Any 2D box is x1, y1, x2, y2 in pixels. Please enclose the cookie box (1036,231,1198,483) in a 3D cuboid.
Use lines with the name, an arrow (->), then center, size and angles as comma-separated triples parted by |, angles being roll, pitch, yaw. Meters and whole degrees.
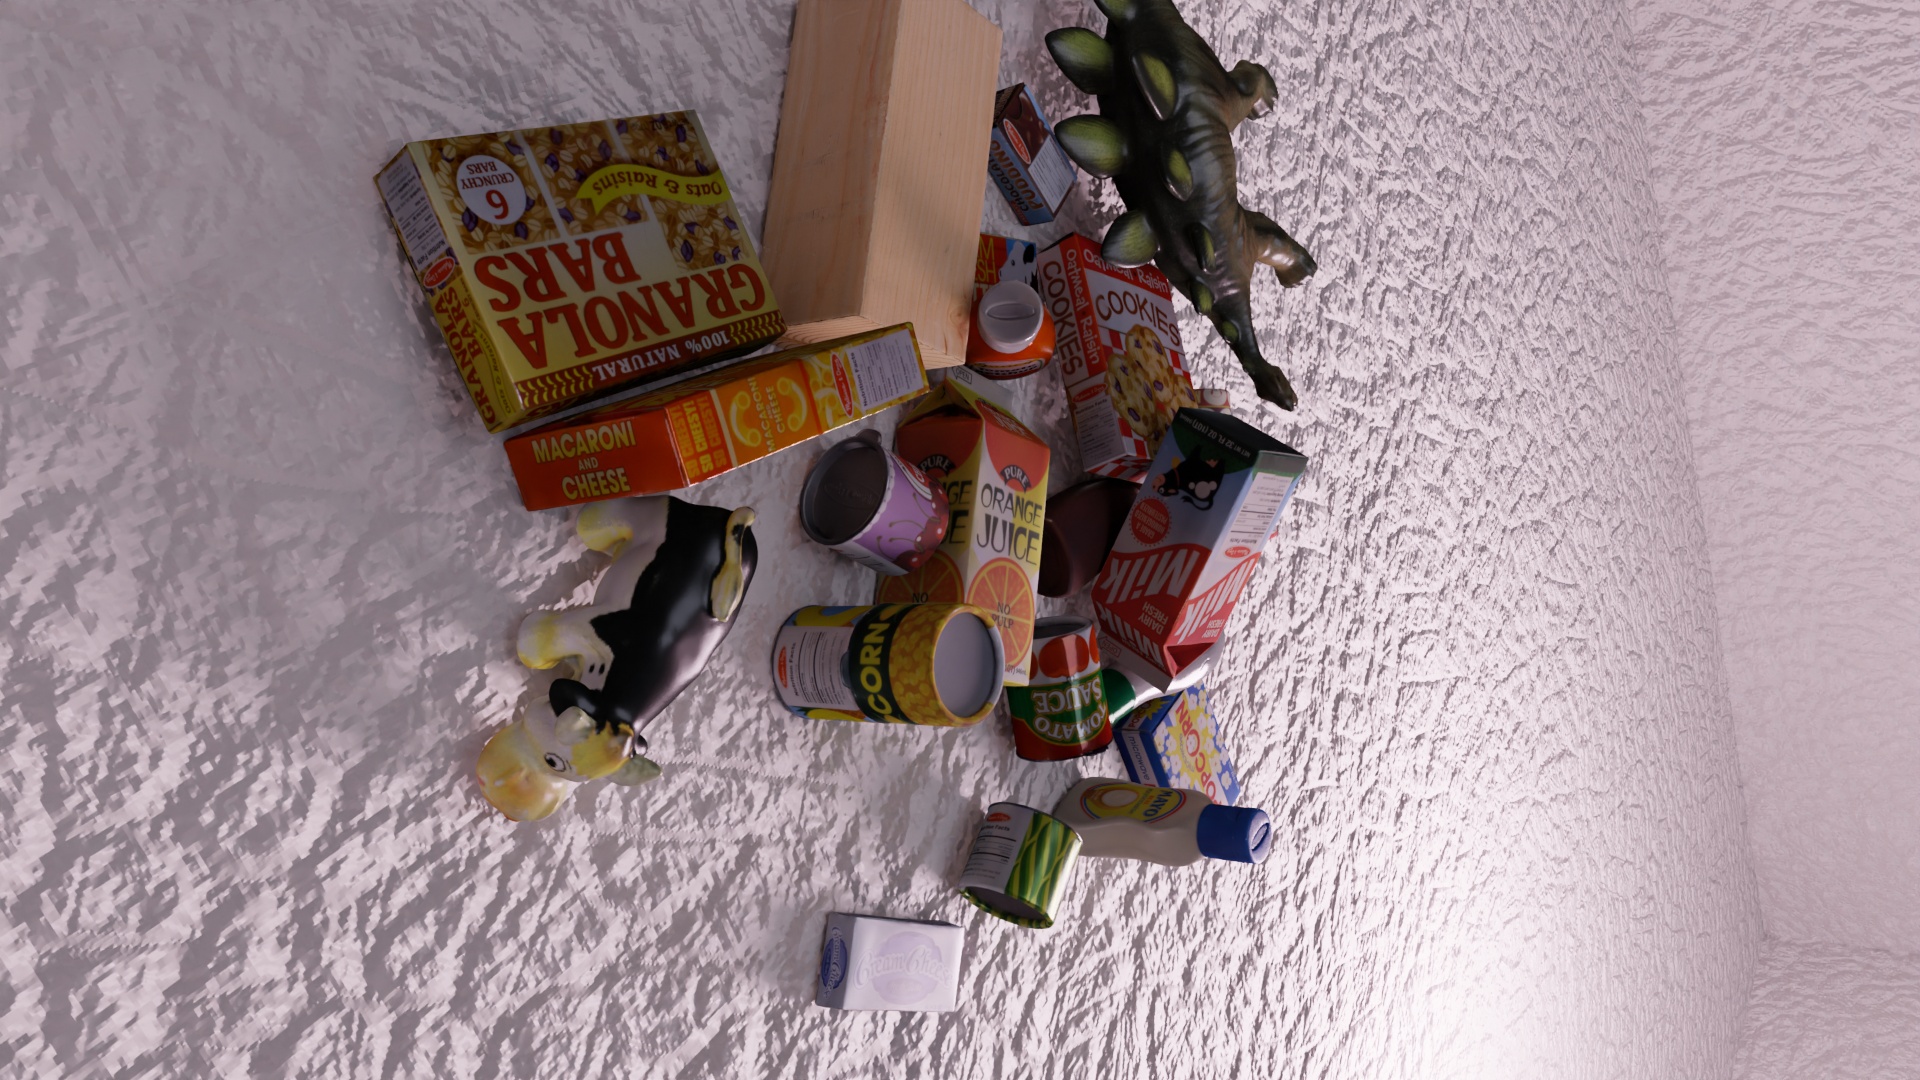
cookie box -> 0.120, -0.127, 1.000 | 0.123, 0.040, 0.168 | 7, 67, -51

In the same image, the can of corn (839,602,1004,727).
can of corn -> -0.019, 0.066, 0.743 | 0.071, 0.058, 0.071 | 5, 84, -51

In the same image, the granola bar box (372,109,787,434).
granola bar box -> -0.173, -0.132, 0.657 | 0.166, 0.039, 0.124 | -28, 96, -48

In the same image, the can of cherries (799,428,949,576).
can of cherries -> -0.047, -0.021, 0.799 | 0.058, 0.071, 0.071 | 30, 66, -46

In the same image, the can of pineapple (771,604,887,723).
can of pineapple -> -0.062, 0.069, 0.785 | 0.071, 0.058, 0.071 | 4, 85, -51

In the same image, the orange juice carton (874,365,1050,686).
orange juice carton -> 0.003, -0.011, 0.857 | 0.072, 0.073, 0.193 | 19, 73, -49

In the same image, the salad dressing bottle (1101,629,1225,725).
salad dressing bottle -> 0.138, 0.096, 1.029 | 0.148, 0.064, 0.043 | -29, 129, -40

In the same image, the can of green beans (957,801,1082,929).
can of green beans -> 0.039, 0.210, 0.894 | 0.071, 0.071, 0.058 | 49, 54, -38

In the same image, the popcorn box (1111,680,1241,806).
popcorn box -> 0.169, 0.171, 1.079 | 0.085, 0.038, 0.126 | -46, 122, -43

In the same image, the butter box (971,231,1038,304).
butter box -> 0.012, -0.175, 0.916 | 0.104, 0.024, 0.053 | -5, 92, -51

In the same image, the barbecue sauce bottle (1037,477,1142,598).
barbecue sauce bottle -> 0.098, -0.015, 0.997 | 0.149, 0.043, 0.064 | -34, 116, -47

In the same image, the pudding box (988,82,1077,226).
pudding box -> 0.044, -0.265, 0.954 | 0.083, 0.030, 0.050 | 52, 52, -35

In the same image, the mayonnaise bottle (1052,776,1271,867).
mayonnaise bottle -> 0.138, 0.194, 0.952 | 0.065, 0.148, 0.041 | -38, 117, -45

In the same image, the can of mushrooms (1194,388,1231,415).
can of mushrooms -> 0.176, -0.098, 1.078 | 0.071, 0.071, 0.033 | -2, 90, -51

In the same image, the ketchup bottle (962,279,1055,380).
ketchup bottle -> 0.028, -0.127, 0.842 | 0.149, 0.065, 0.043 | 94, -8, -90

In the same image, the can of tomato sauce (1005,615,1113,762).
can of tomato sauce -> 0.064, 0.098, 0.928 | 0.071, 0.071, 0.083 | -20, 103, -49

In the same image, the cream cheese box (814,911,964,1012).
cream cheese box -> -0.041, 0.252, 0.828 | 0.104, 0.024, 0.053 | 23, 69, -48

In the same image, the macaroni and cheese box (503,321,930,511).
macaroni and cheese box -> -0.115, -0.062, 0.675 | 0.167, 0.123, 0.040 | -28, 107, -47

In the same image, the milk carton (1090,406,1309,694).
milk carton -> 0.157, 0.009, 0.967 | 0.073, 0.072, 0.190 | 3, 116, -50
